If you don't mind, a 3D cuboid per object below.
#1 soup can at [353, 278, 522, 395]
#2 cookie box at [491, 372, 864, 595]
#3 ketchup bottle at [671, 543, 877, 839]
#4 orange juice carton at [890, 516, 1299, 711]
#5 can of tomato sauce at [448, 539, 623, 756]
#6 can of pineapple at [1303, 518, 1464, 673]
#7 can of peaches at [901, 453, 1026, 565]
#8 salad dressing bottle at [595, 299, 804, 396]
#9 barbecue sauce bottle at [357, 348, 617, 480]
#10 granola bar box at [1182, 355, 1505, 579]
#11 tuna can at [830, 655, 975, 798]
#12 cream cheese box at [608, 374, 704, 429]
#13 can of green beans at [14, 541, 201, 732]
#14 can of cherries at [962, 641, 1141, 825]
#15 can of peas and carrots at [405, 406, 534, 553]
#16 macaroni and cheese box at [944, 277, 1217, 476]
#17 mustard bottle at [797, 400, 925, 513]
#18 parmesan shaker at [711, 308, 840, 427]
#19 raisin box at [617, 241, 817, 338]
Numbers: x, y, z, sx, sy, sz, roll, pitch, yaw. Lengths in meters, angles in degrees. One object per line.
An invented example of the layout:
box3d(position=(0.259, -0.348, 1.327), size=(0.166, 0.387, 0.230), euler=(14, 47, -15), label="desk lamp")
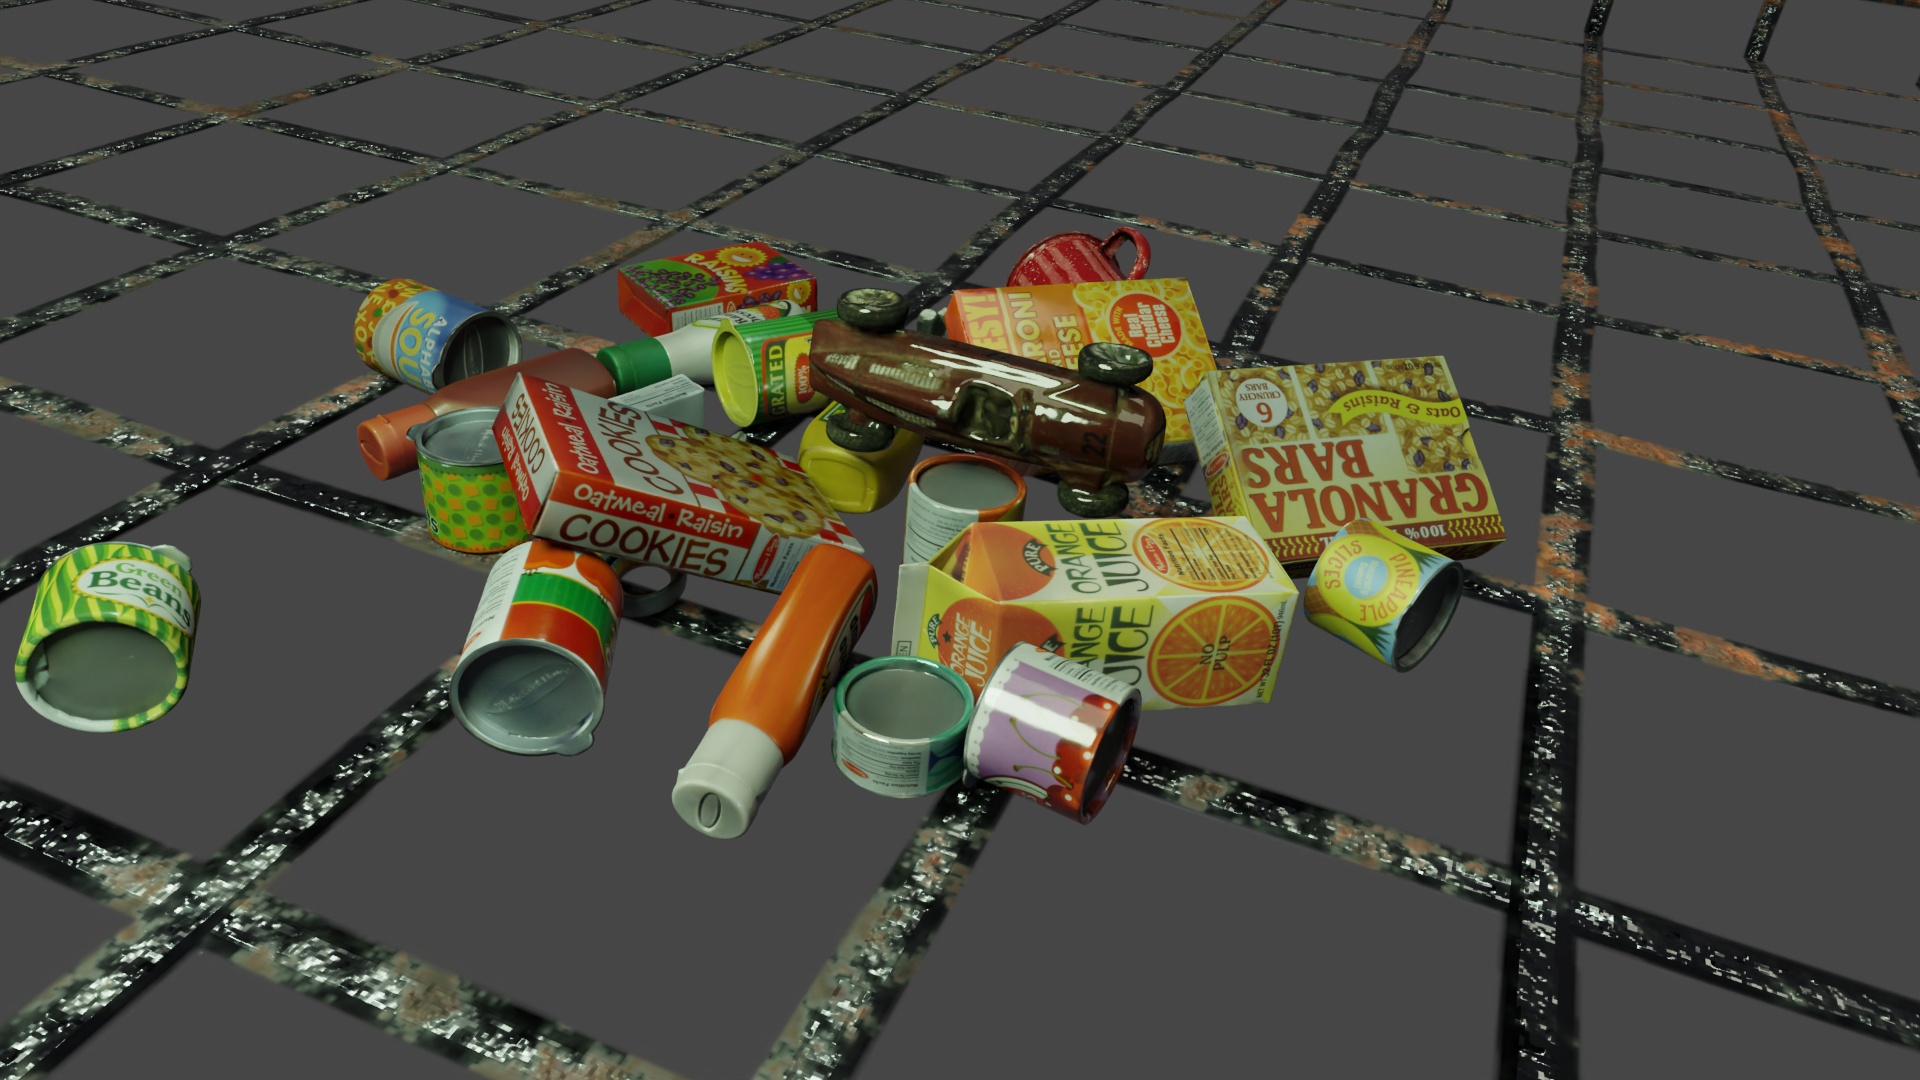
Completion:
box3d(position=(-0.339, -0.126, 0.896), size=(0.084, 0.071, 0.072), euler=(22, 35, 24), label="soup can")
box3d(position=(-0.149, -0.025, 0.727), size=(0.167, 0.040, 0.123), euler=(16, 19, -33), label="cookie box")
box3d(position=(-0.084, 0.069, 0.639), size=(0.043, 0.064, 0.150), euler=(23, 43, 4), label="ketchup bottle")
box3d(position=(0.061, 0.038, 0.697), size=(0.193, 0.071, 0.073), euler=(-2, 33, -12), label="orange juice carton")
box3d(position=(-0.193, 0.049, 0.646), size=(0.071, 0.070, 0.083), euler=(1, 32, -7), label="can of tomato sauce")
box3d(position=(0.225, 0.028, 0.742), size=(0.071, 0.070, 0.058), euler=(-24, 42, -38), label="can of pineapple")
box3d(position=(0.003, -0.010, 0.775), size=(0.071, 0.057, 0.071), euler=(4, 32, -2), label="can of peaches")
box3d(position=(-0.174, -0.128, 0.946), size=(0.148, 0.043, 0.064), euler=(-22, 31, -36), label="salad dressing bottle")
box3d(position=(-0.288, -0.077, 0.848), size=(0.065, 0.043, 0.149), euler=(31, 41, 34), label="barbecue sauce bottle")
box3d(position=(0.228, -0.044, 0.825), size=(0.166, 0.039, 0.124), euler=(-6, 70, -17), label="granola bar box")
box3d(position=(-0.026, 0.084, 0.647), size=(0.071, 0.032, 0.071), euler=(4, 33, -3), label="tuna can")
box3d(position=(-0.200, -0.058, 0.824), size=(0.024, 0.053, 0.104), euler=(32, 41, 32), label="cream cheese box")
box3d(position=(-0.380, 0.043, 0.623), size=(0.071, 0.071, 0.058), euler=(-7, 35, -20), label="can of green beans")
box3d(position=(0.041, 0.089, 0.624), size=(0.058, 0.071, 0.072), euler=(21, 35, 21), label="can of cherries")
box3d(position=(-0.266, -0.034, 0.769), size=(0.071, 0.058, 0.071), euler=(4, 32, -2), label="can of peas and carrots")
box3d(position=(0.083, -0.107, 0.908), size=(0.167, 0.040, 0.124), euler=(-6, 67, -17), label="macaroni and cheese box")
box3d(position=(-0.051, -0.073, 0.875), size=(0.065, 0.048, 0.161), euler=(14, 33, 9), label="mustard bottle")
box3d(position=(-0.104, -0.120, 0.918), size=(0.103, 0.071, 0.071), euler=(-16, 38, -31), label="parmesan shaker")
box3d(position=(-0.181, -0.183, 1.036), size=(0.124, 0.039, 0.086), euler=(-20, 39, -32), label="raisin box")
